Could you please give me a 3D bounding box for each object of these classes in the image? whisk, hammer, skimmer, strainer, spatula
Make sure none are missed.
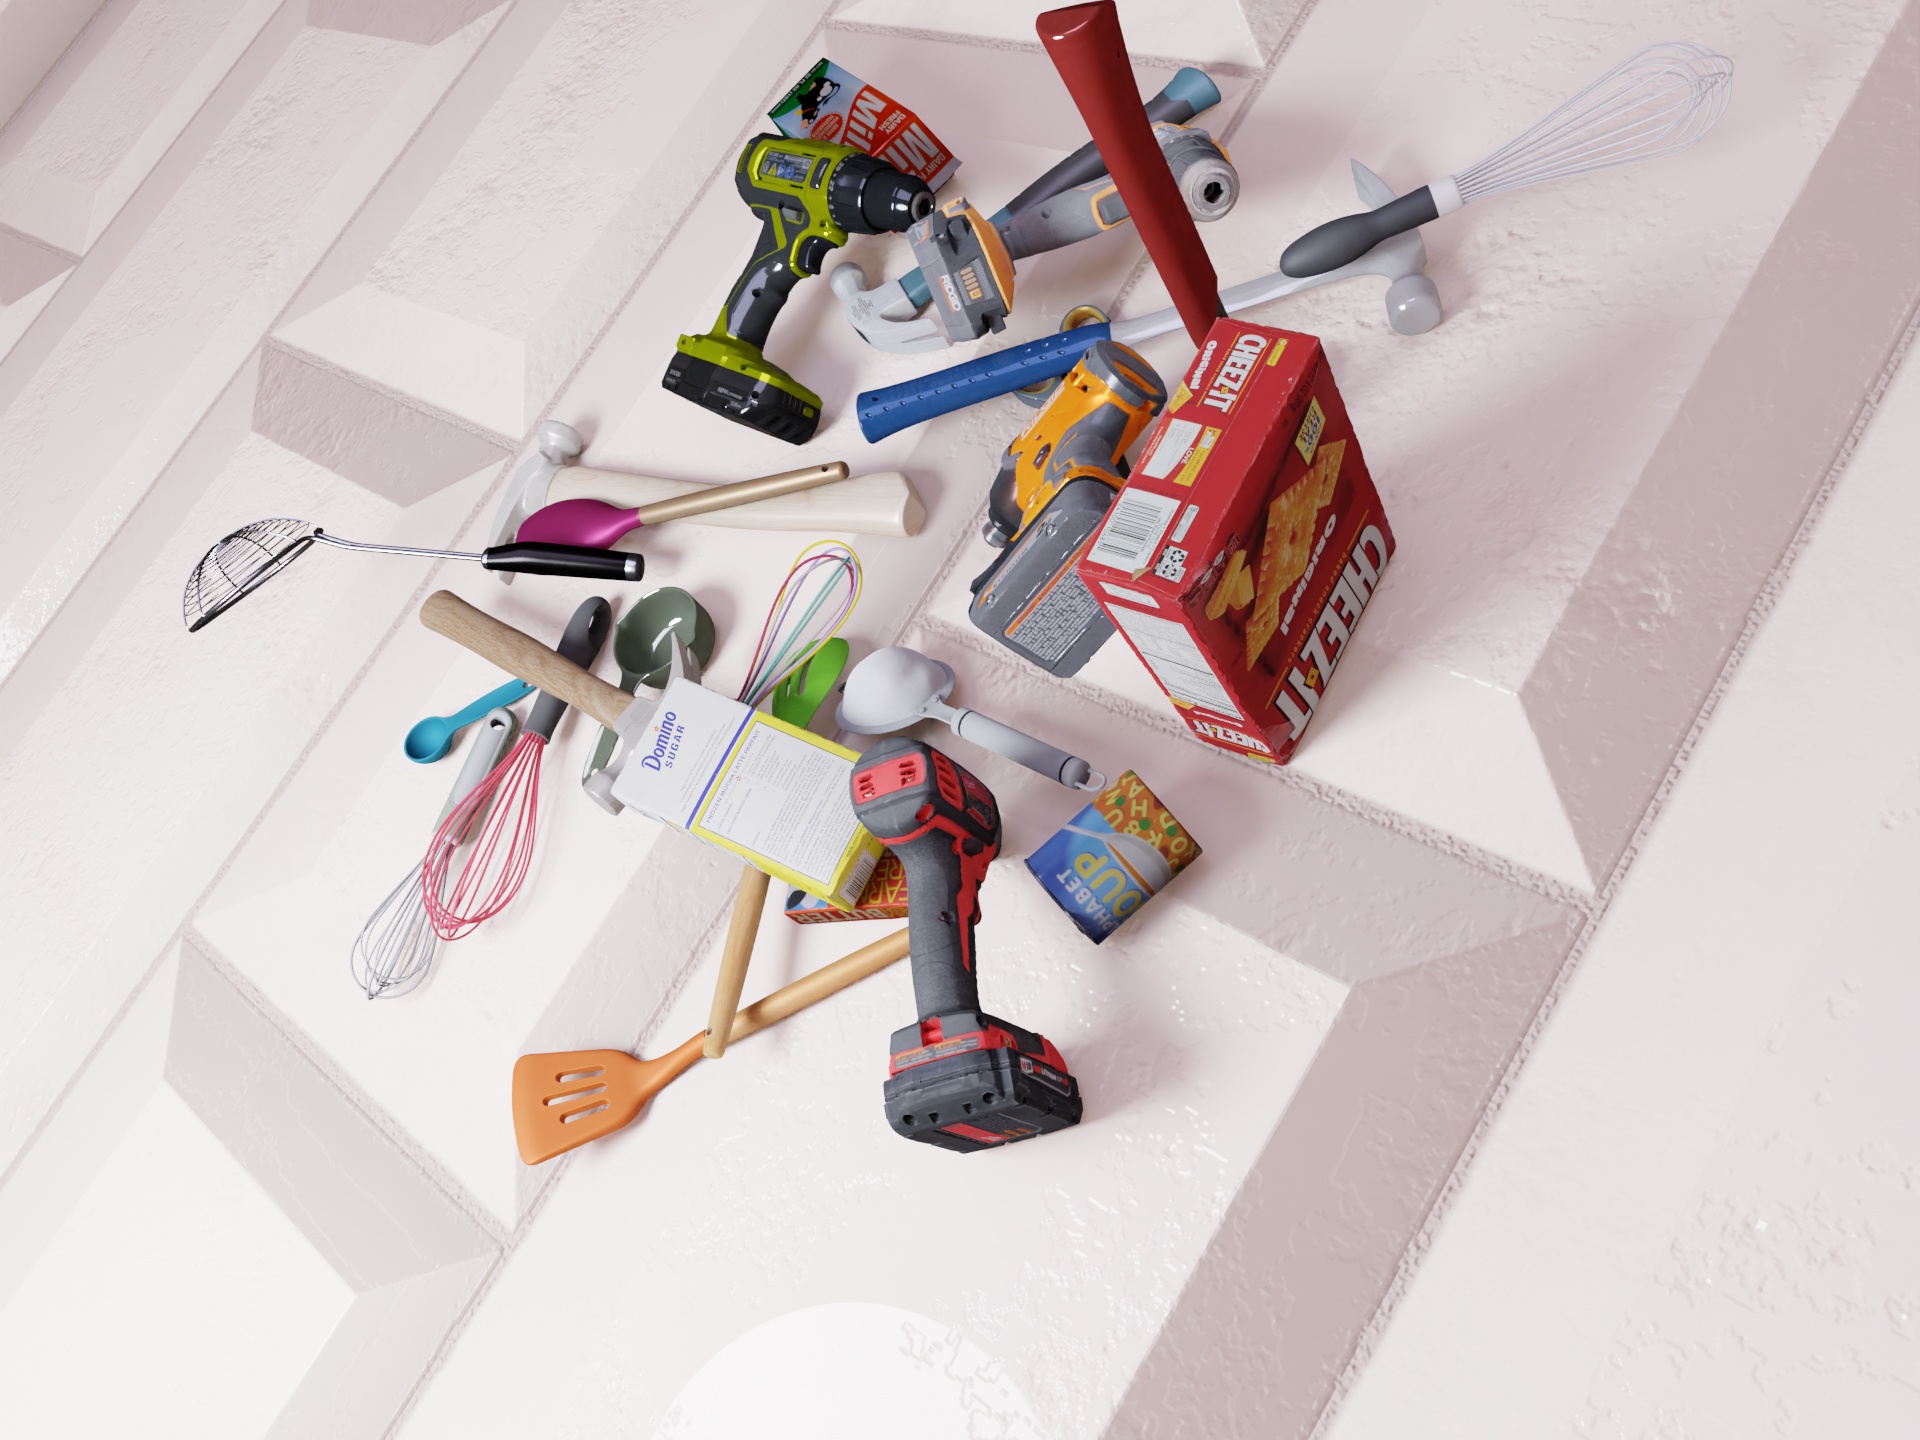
[{"bbox_3d":[0.336,-0.343,0.998,0.284,0.070,0.070,-20,56,20],"label":"whisk"},{"bbox_3d":[-0.140,-0.027,1.090,0.245,0.047,0.051,-52,15,25],"label":"whisk"},{"bbox_3d":[-0.209,-0.163,1.254,0.411,0.038,0.146,8,70,32],"label":"hammer"},{"bbox_3d":[-0.309,-0.041,1.189,0.332,0.031,0.130,25,68,40],"label":"hammer"},{"bbox_3d":[-0.428,-0.105,1.252,0.363,0.090,0.127,4,23,3],"label":"skimmer"},{"bbox_3d":[-0.330,0.030,1.203,0.073,0.073,0.296,3,61,31],"label":"whisk"},{"bbox_3d":[-0.002,-0.003,1.025,0.087,0.050,0.259,-39,42,-26],"label":"strainer"},{"bbox_3d":[-0.145,0.191,1.018,0.322,0.041,0.081,-28,50,12],"label":"spatula"},{"bbox_3d":[-0.395,0.097,1.210,0.058,0.059,0.246,20,66,-4],"label":"whisk"},{"bbox_3d":[0.052,-0.399,1.238,0.331,0.033,0.128,-33,52,10],"label":"hammer"},{"bbox_3d":[0.126,-0.249,0.905,0.037,0.358,0.149,9,66,33],"label":"hammer"},{"bbox_3d":[0.117,-0.275,1.113,0.405,0.035,0.144,-14,58,17],"label":"hammer"}]

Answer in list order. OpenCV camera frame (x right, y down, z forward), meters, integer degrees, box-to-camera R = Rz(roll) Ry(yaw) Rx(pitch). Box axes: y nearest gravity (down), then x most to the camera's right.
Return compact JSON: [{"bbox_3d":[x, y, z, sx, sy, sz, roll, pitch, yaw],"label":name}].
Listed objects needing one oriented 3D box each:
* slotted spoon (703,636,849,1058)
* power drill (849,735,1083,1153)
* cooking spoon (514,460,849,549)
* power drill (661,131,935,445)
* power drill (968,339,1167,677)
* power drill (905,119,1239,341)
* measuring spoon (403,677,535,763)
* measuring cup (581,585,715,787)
[{"bbox_3d":[-0.128,0.073,1.061,0.070,0.031,0.314,-20,49,43],"label":"slotted spoon"},{"bbox_3d":[0.001,0.128,0.916,0.078,0.143,0.220,-19,63,18],"label":"power drill"},{"bbox_3d":[-0.224,-0.164,1.229,0.319,0.017,0.069,-8,66,26],"label":"cooking spoon"},{"bbox_3d":[-0.126,-0.339,1.239,0.191,0.080,0.228,26,95,37],"label":"power drill"},{"bbox_3d":[0.063,-0.129,1.007,0.164,0.084,0.227,-48,21,32],"label":"power drill"},{"bbox_3d":[0.082,-0.346,1.110,0.226,0.084,0.185,-23,25,5],"label":"power drill"},{"bbox_3d":[-0.388,-0.001,1.282,0.128,0.021,0.042,-28,52,2],"label":"measuring spoon"},{"bbox_3d":[-0.237,-0.019,1.190,0.083,0.038,0.168,11,72,34],"label":"measuring cup"}]
